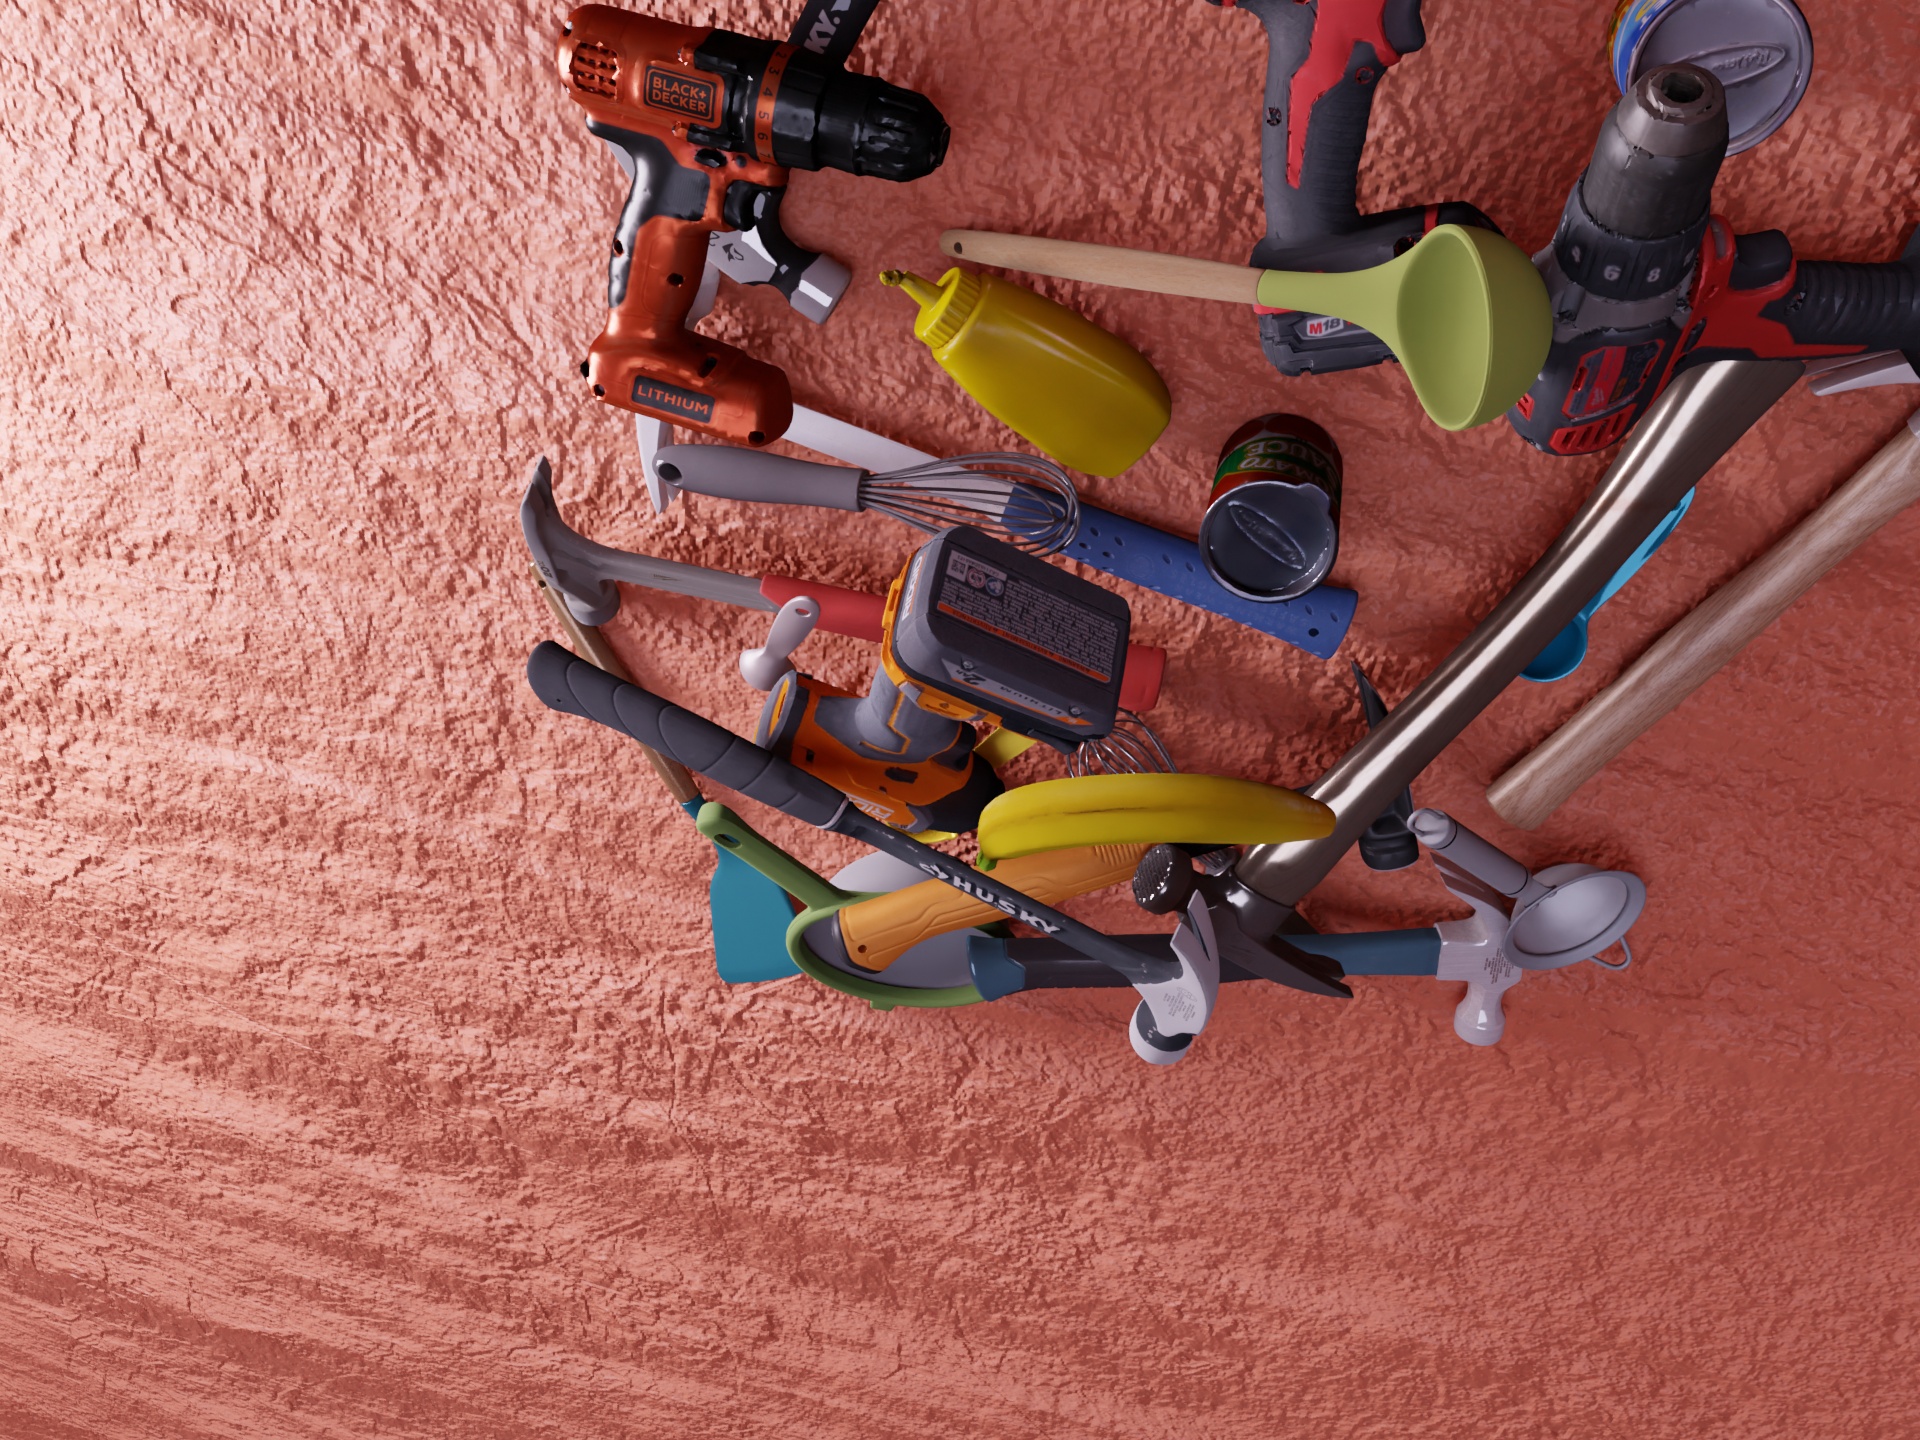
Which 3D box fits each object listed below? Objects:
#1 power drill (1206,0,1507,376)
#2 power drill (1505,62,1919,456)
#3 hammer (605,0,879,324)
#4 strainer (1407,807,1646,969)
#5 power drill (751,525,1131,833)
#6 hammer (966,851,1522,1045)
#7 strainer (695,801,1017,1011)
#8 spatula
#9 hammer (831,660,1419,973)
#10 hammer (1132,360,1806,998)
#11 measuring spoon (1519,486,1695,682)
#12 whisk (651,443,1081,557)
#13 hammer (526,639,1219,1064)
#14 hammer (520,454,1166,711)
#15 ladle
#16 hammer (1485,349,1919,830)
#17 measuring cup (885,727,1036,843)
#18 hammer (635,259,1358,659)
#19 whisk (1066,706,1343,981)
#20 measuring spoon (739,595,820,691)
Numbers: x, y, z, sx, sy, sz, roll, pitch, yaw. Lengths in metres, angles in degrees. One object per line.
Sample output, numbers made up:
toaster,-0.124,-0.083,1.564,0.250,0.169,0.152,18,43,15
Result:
power drill,0.181,-0.271,0.686,0.143,0.079,0.219,-5,119,19
power drill,0.337,-0.188,0.622,0.226,0.080,0.187,-8,154,4
hammer,-0.046,-0.350,0.720,0.146,0.035,0.334,33,126,-8
strainer,0.303,0.086,0.863,0.087,0.050,0.258,-41,138,21
power drill,-0.001,-0.003,0.853,0.164,0.084,0.226,23,150,-18
hammer,0.169,0.142,0.946,0.331,0.033,0.128,-2,121,-2
strainer,-0.064,0.097,0.978,0.151,0.069,0.256,-19,138,33
spatula,-0.191,0.035,1.019,0.082,0.044,0.317,-13,118,31
hammer,0.087,0.071,0.899,0.337,0.034,0.127,-17,118,3
hammer,0.267,-0.019,0.812,0.146,0.038,0.410,29,116,-20
measuring spoon,0.328,-0.075,0.816,0.042,0.021,0.128,32,117,-6
whisk,-0.052,-0.122,0.827,0.239,0.055,0.055,9,125,15
hammer,-0.051,0.055,0.837,0.409,0.036,0.149,26,151,10
hammer,-0.062,-0.065,0.891,0.359,0.037,0.149,12,158,3
ladle,0.103,-0.189,0.693,0.320,0.062,0.078,21,129,37
hammer,0.388,-0.055,0.798,0.130,0.031,0.331,33,126,-8
measuring cup,0.016,0.017,0.965,0.156,0.029,0.062,-37,105,20
hammer,0.014,-0.117,0.861,0.405,0.035,0.144,21,126,1
whisk,0.152,0.080,0.954,0.246,0.059,0.058,43,161,-19
measuring spoon,-0.101,-0.041,0.897,0.034,0.018,0.124,19,157,-13
